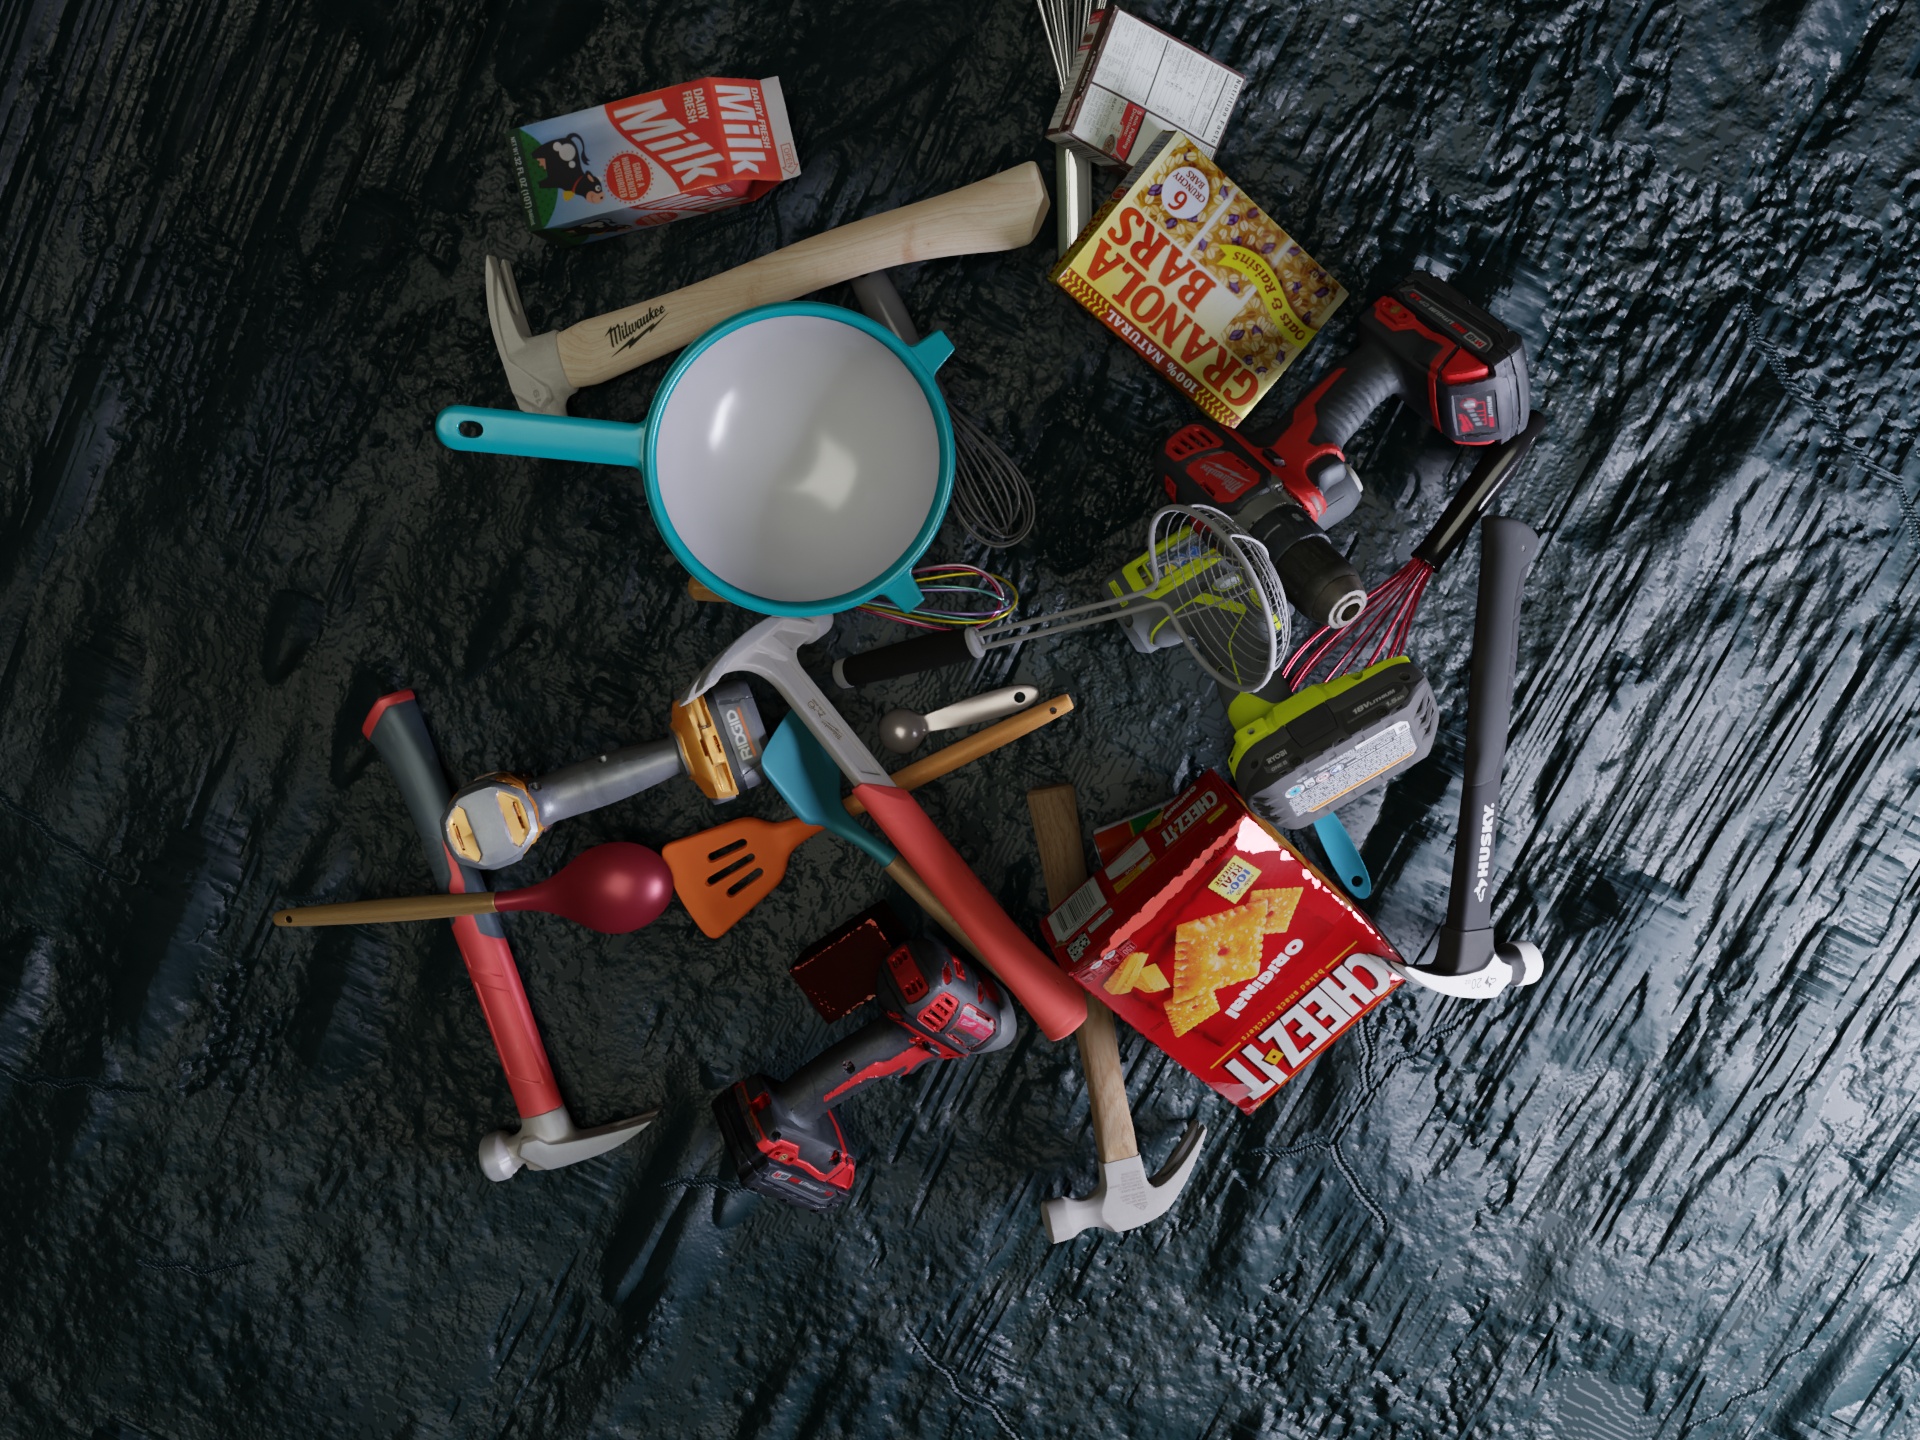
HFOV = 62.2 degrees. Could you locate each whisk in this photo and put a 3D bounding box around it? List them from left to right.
[{"bbox_3d":[-0.079,-0.093,1.162,0.245,0.051,0.047,4,77,10],"label":"whisk"},{"bbox_3d":[-0.017,-0.230,1.130,0.055,0.055,0.239,-29,89,9],"label":"whisk"},{"bbox_3d":[0.078,-0.430,1.094,0.057,0.059,0.246,-6,102,-21],"label":"whisk"},{"bbox_3d":[0.312,-0.094,1.109,0.073,0.073,0.296,37,95,0],"label":"whisk"}]

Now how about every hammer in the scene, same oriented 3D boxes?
[{"bbox_3d":[-0.357,0.158,1.222,0.143,0.038,0.386,-17,96,7],"label":"hammer"},{"bbox_3d":[-0.139,-0.315,1.115,0.410,0.038,0.146,-16,95,14],"label":"hammer"},{"bbox_3d":[-0.038,0.082,1.102,0.036,0.149,0.359,-34,97,40],"label":"hammer"},{"bbox_3d":[0.098,0.210,1.174,0.130,0.031,0.331,-11,92,-10],"label":"hammer"},{"bbox_3d":[0.356,0.028,1.093,0.146,0.035,0.334,-1,99,-32],"label":"hammer"}]

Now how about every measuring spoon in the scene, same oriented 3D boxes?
[{"bbox_3d":[-0.002,-0.004,1.172,0.124,0.018,0.034,-16,96,7],"label":"measuring spoon"},{"bbox_3d":[0.265,0.074,1.160,0.042,0.021,0.128,-29,103,6],"label":"measuring spoon"}]

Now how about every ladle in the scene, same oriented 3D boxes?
[{"bbox_3d":[-0.368,0.135,1.186,0.315,0.031,0.069,-6,99,10],"label":"ladle"}]

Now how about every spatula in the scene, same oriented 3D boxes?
[{"bbox_3d":[-0.063,0.058,1.176,0.322,0.041,0.081,-26,99,8],"label":"spatula"},{"bbox_3d":[-0.027,0.116,1.154,0.317,0.082,0.044,45,133,-14],"label":"spatula"}]

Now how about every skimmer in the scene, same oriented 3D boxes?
[{"bbox_3d":[0.048,-0.054,1.056,0.363,0.090,0.127,-12,109,32],"label":"skimmer"}]

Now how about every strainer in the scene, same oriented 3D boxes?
[{"bbox_3d":[-0.177,-0.187,1.088,0.340,0.095,0.211,4,105,-13],"label":"strainer"}]

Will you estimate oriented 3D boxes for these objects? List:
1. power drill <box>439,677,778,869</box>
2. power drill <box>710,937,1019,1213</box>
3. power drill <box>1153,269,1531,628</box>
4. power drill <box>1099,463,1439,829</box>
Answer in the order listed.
[{"bbox_3d":[-0.255,0.040,1.148,0.226,0.185,0.084,-20,96,-11],"label":"power drill"},{"bbox_3d":[-0.061,0.258,1.165,0.219,0.143,0.079,-41,47,9],"label":"power drill"},{"bbox_3d":[0.260,-0.172,1.034,0.226,0.080,0.188,-35,52,-2],"label":"power drill"},{"bbox_3d":[0.220,-0.061,1.065,0.190,0.080,0.229,-31,54,8],"label":"power drill"}]
